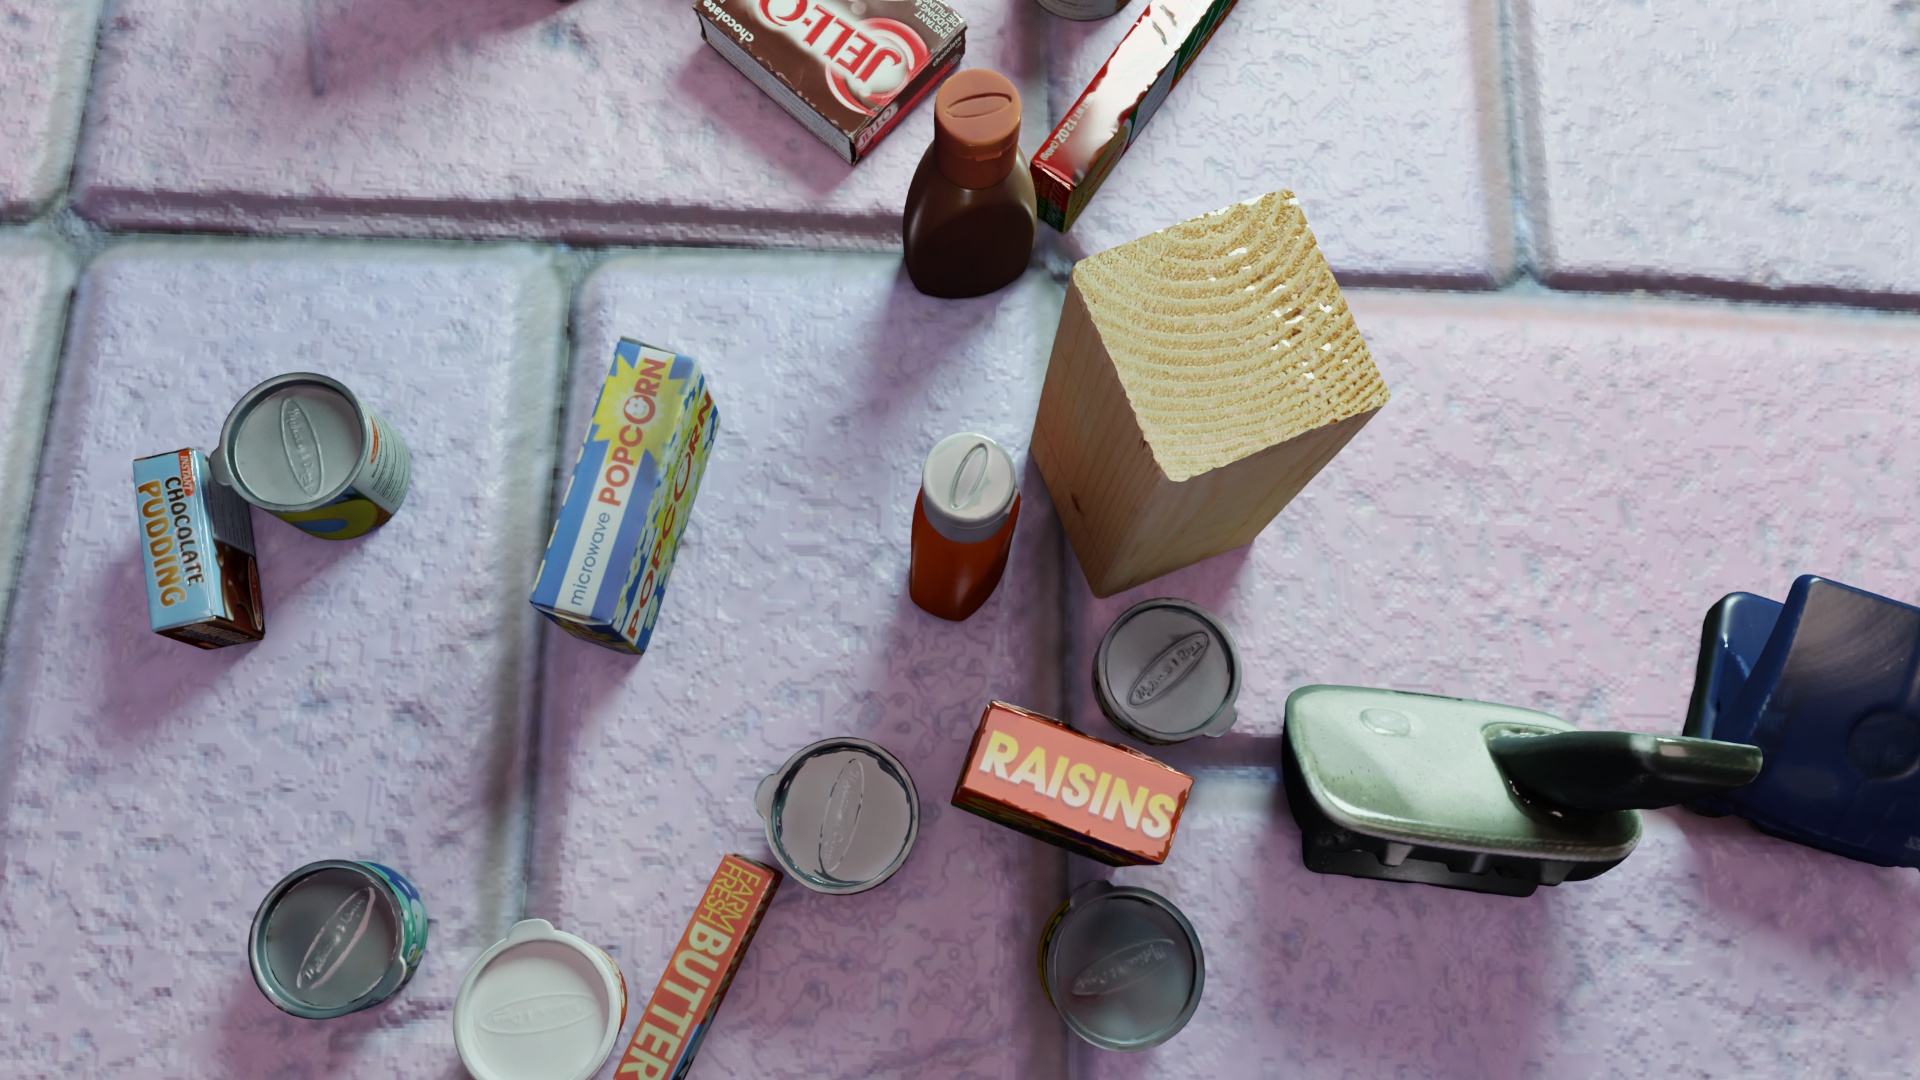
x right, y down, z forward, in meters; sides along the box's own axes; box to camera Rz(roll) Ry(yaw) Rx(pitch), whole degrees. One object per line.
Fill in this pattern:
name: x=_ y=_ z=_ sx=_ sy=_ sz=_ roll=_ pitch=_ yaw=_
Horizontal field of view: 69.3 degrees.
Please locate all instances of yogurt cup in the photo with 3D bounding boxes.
yogurt cup: x=-0.175 y=0.200 z=0.593 sx=0.072 sy=0.054 sz=0.072 roll=0 pitch=76 yaw=-2

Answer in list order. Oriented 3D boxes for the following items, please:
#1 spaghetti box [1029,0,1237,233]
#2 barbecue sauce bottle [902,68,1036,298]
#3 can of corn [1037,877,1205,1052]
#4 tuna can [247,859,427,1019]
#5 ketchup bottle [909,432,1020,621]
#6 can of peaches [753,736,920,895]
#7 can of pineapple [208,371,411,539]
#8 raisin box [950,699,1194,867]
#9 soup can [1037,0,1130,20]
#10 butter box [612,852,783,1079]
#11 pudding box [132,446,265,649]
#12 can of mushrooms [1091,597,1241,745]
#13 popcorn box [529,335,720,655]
spaghetti box: x=0.114 y=-0.269 z=0.722 sx=0.029 sy=0.050 sz=0.250 roll=34 pitch=77 yaw=6
barbecue sauce bottle: x=0.005 y=-0.161 z=0.641 sx=0.065 sy=0.148 sz=0.044 roll=-12 pitch=77 yaw=-5
can of corn: x=0.067 y=0.181 z=0.603 sx=0.071 sy=0.058 sz=0.071 roll=0 pitch=76 yaw=-2
tuna can: x=-0.268 y=0.175 z=0.607 sx=0.071 sy=0.032 sz=0.071 roll=0 pitch=76 yaw=-2
ketchup bottle: x=0.002 y=-0.008 z=0.602 sx=0.043 sy=0.148 sz=0.065 roll=23 pitch=77 yaw=4
can of peaches: x=-0.053 y=0.122 z=0.614 sx=0.071 sy=0.058 sz=0.071 roll=0 pitch=76 yaw=-2
can of pineapple: x=-0.300 y=-0.038 z=0.646 sx=0.071 sy=0.057 sz=0.071 roll=0 pitch=76 yaw=-2
raisin box: x=0.043 y=0.106 z=0.588 sx=0.086 sy=0.123 sz=0.040 roll=21 pitch=77 yaw=3
soup can: x=0.068 y=-0.323 z=0.717 sx=0.071 sy=0.083 sz=0.071 roll=0 pitch=76 yaw=-2
butter box: x=-0.111 y=0.186 z=0.599 sx=0.024 sy=0.053 sz=0.104 roll=25 pitch=77 yaw=4
pudding box: x=-0.349 y=0.005 z=0.638 sx=0.030 sy=0.049 sz=0.084 roll=-14 pitch=77 yaw=-5
can of mushrooms: x=0.097 y=0.064 z=0.647 sx=0.071 sy=0.033 sz=0.071 roll=0 pitch=76 yaw=-2
popcorn box: x=-0.149 y=-0.017 z=0.632 sx=0.038 sy=0.085 sz=0.127 roll=14 pitch=76 yaw=2
